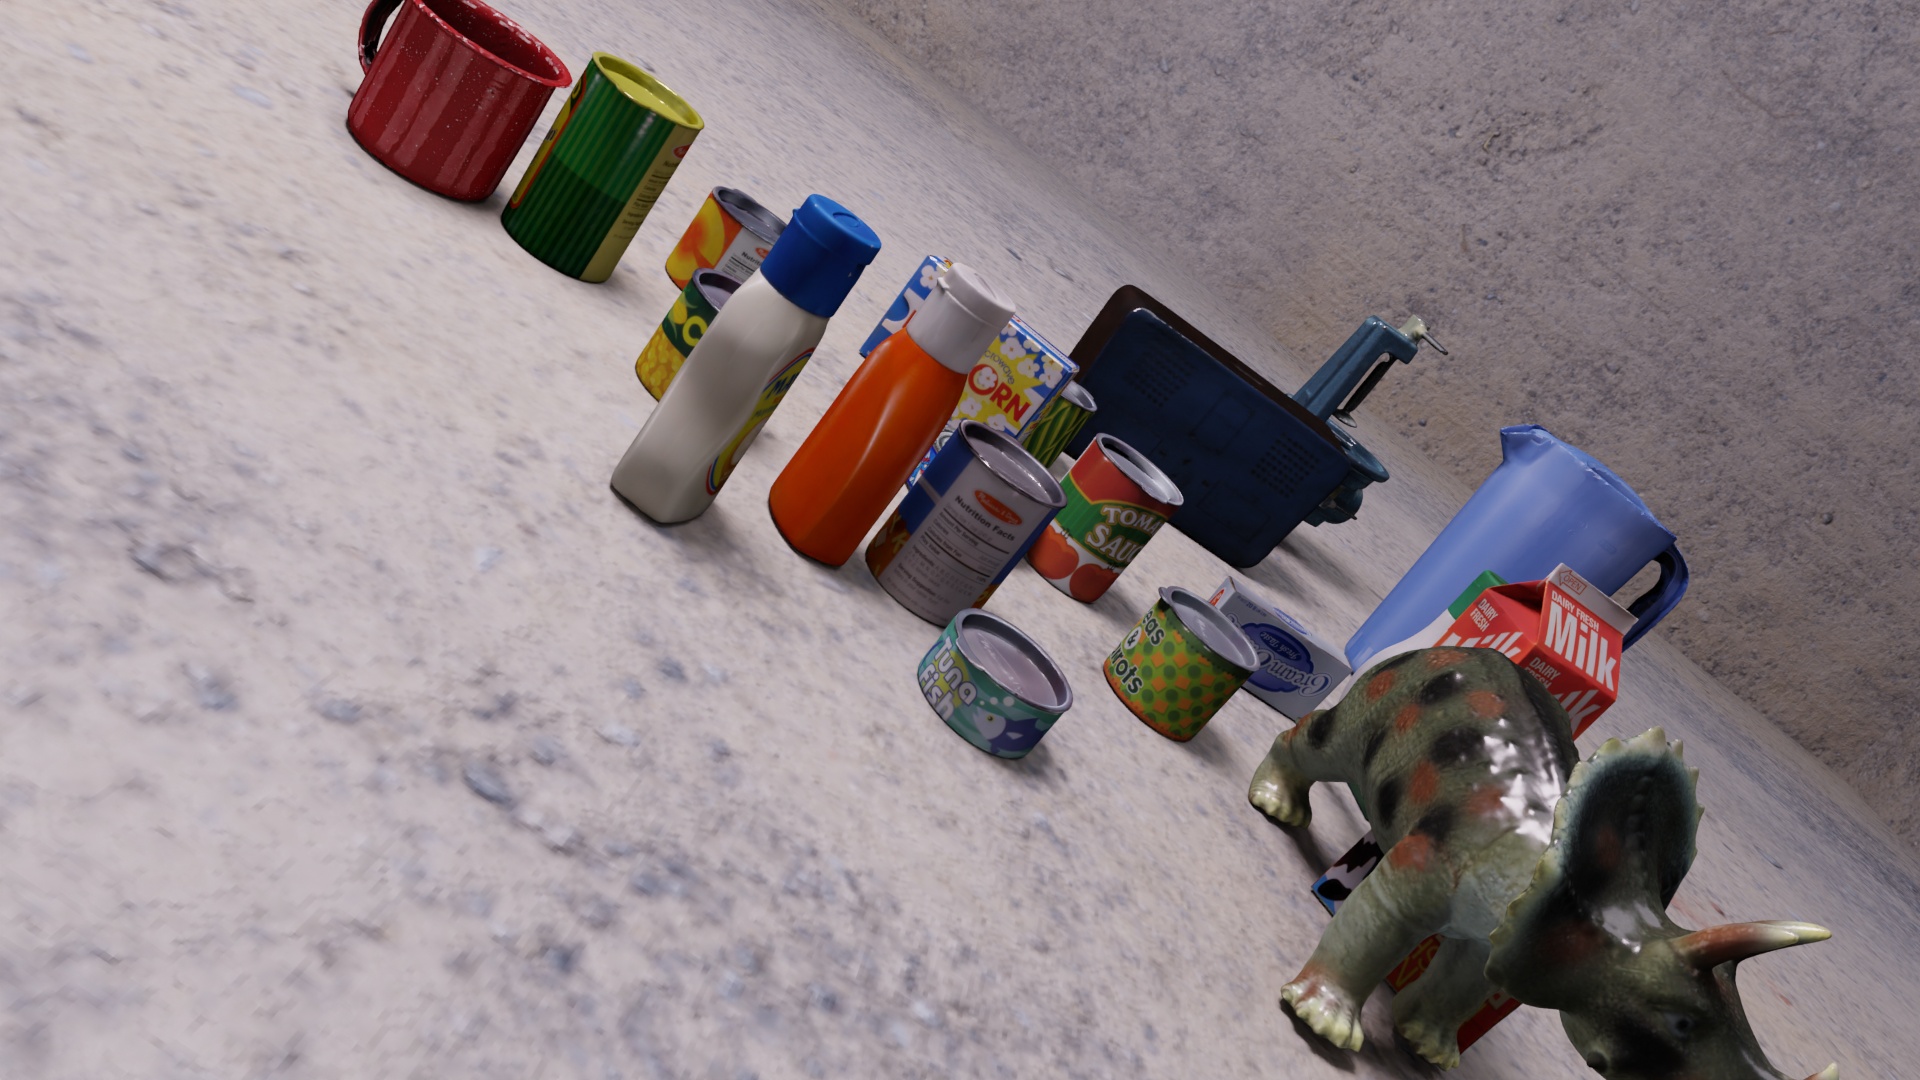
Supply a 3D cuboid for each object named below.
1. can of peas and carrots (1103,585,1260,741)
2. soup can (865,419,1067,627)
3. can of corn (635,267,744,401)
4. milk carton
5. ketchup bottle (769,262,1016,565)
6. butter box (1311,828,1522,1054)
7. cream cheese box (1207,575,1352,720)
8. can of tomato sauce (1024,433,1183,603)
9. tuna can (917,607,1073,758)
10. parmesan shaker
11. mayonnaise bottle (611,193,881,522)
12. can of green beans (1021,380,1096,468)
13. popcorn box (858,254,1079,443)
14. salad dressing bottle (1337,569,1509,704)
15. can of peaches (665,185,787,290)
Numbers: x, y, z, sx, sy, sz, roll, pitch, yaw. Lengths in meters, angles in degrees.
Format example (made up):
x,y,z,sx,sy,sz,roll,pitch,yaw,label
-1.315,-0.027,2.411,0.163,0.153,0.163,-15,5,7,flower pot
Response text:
x,y,z,sx,sy,sz,roll,pitch,yaw,label
0.120,0.067,0.769,0.071,0.058,0.071,33,20,-14,can of peas and carrots
0.002,-0.009,0.694,0.071,0.083,0.071,34,20,-14,soup can
-0.122,-0.094,0.703,0.071,0.058,0.071,33,20,-14,can of corn
0.327,0.101,0.860,0.072,0.190,0.074,32,20,-18,milk carton
-0.033,-0.061,0.651,0.043,0.148,0.065,26,23,-32,ketchup bottle
0.226,0.194,0.682,0.024,0.053,0.104,15,30,-50,butter box
0.198,0.072,0.903,0.104,0.053,0.024,32,20,-16,cream cheese box
0.085,-0.012,0.846,0.071,0.083,0.071,34,20,-14,can of tomato sauce
0.014,0.064,0.628,0.071,0.032,0.071,33,20,-14,tuna can
-0.193,-0.198,0.742,0.071,0.102,0.071,34,20,-14,parmesan shaker
-0.089,-0.076,0.586,0.041,0.147,0.065,39,19,1,mayonnaise bottle
0.056,-0.094,1.016,0.071,0.057,0.071,33,20,-14,can of green beans
0.006,-0.124,0.955,0.127,0.085,0.038,40,19,5,popcorn box
0.322,0.085,0.950,0.064,0.147,0.044,42,19,10,salad dressing bottle
-0.139,-0.176,0.855,0.071,0.058,0.071,33,20,-14,can of peaches
